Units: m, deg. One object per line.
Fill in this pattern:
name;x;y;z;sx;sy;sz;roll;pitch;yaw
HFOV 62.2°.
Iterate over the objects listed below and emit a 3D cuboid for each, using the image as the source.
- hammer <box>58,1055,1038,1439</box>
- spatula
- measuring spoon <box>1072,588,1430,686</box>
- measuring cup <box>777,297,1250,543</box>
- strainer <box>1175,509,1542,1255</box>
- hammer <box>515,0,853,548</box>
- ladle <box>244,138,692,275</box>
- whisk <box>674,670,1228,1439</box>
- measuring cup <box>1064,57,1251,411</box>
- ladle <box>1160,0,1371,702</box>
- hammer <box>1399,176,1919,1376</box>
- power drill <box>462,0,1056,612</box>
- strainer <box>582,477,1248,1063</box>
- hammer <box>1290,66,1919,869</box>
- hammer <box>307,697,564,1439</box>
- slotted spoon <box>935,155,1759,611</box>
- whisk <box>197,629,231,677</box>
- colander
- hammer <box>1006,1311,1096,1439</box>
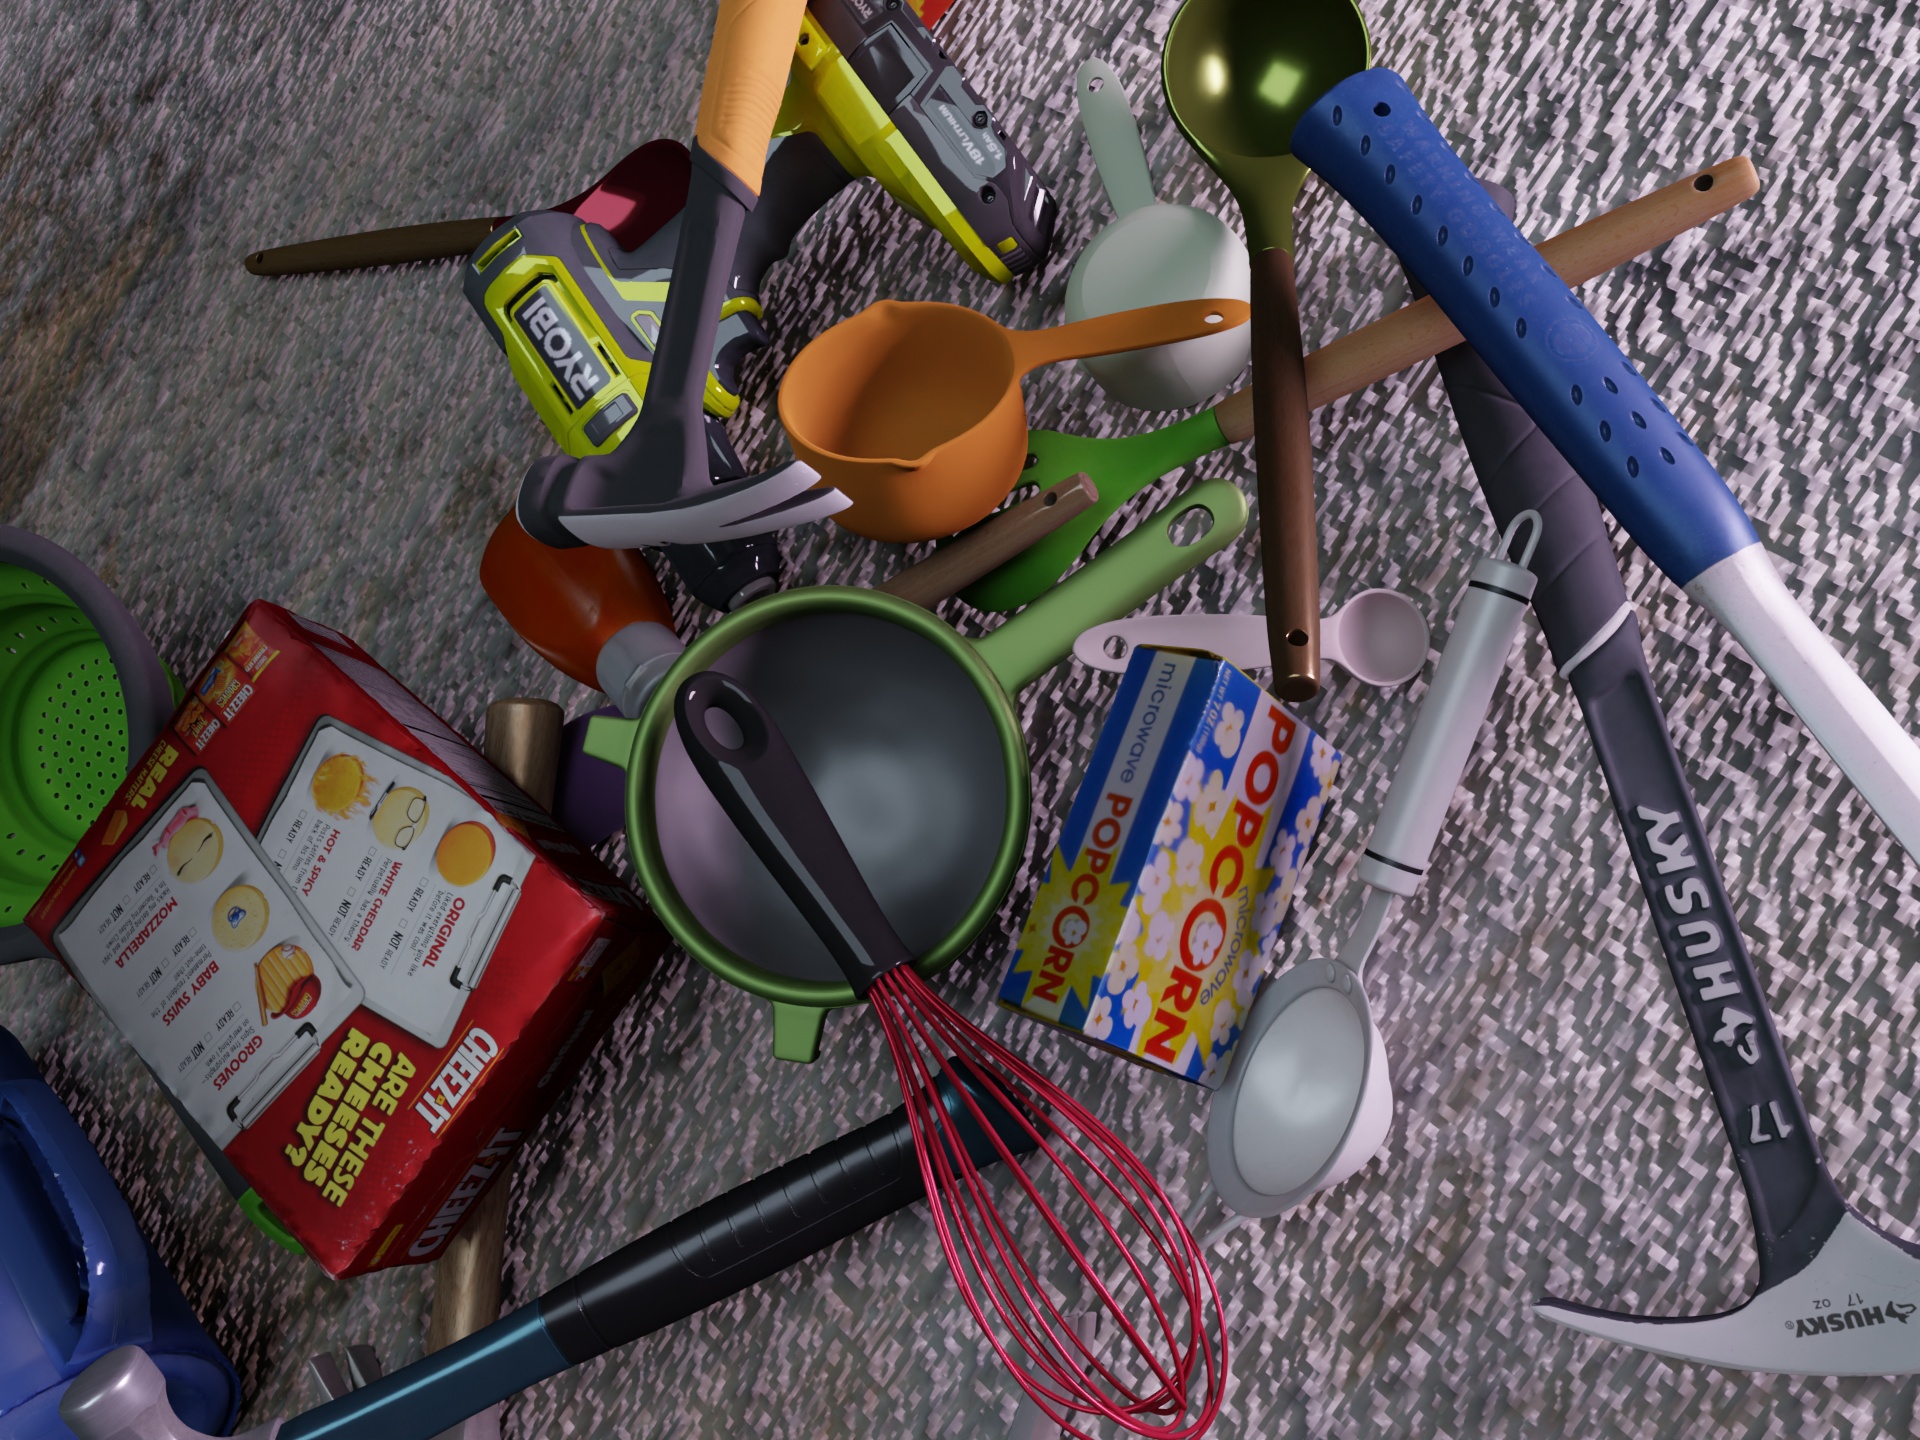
hammer;-0.128;0.206;0.555;0.331;0.033;0.128;-27;109;-1
spatula;-0.079;-0.018;0.638;0.316;0.018;0.060;-28;65;26
measuring spoon;0.099;-0.026;0.548;0.124;0.018;0.034;-2;82;-5
measuring cup;0.023;-0.115;0.585;0.173;0.052;0.095;-12;50;0
strainer;0.135;0.057;0.503;0.050;0.087;0.258;18;96;-15
hammer;-0.077;-0.224;0.588;0.127;0.034;0.337;-1;73;30
ladle;-0.250;-0.242;0.798;0.315;0.031;0.069;3;82;28
whisk;-0.013;0.100;0.517;0.073;0.073;0.296;-39;72;11
measuring cup;0.067;-0.203;0.627;0.083;0.038;0.168;-21;70;19
ladle;0.106;-0.145;0.531;0.078;0.062;0.320;1;54;7
hammer;0.205;-0.005;0.510;0.149;0.036;0.409;-20;68;21
power drill;-0.076;-0.175;0.660;0.228;0.080;0.191;-37;80;13
strainer;-0.001;-0.002;0.589;0.256;0.069;0.151;-36;78;4
hammer;0.229;-0.038;0.454;0.144;0.035;0.406;-28;71;-6
hammer;-0.196;0.155;0.650;0.130;0.031;0.331;-3;77;26
slotted spoon;0.115;-0.118;0.562;0.314;0.031;0.070;-22;66;27
whisk;-0.304;0.066;0.729;0.058;0.059;0.246;-20;70;-10
colander;-0.393;0.074;0.755;0.204;0.094;0.397;-41;81;10
hammer;0.169;0.292;0.444;0.359;0.036;0.149;9;80;28
